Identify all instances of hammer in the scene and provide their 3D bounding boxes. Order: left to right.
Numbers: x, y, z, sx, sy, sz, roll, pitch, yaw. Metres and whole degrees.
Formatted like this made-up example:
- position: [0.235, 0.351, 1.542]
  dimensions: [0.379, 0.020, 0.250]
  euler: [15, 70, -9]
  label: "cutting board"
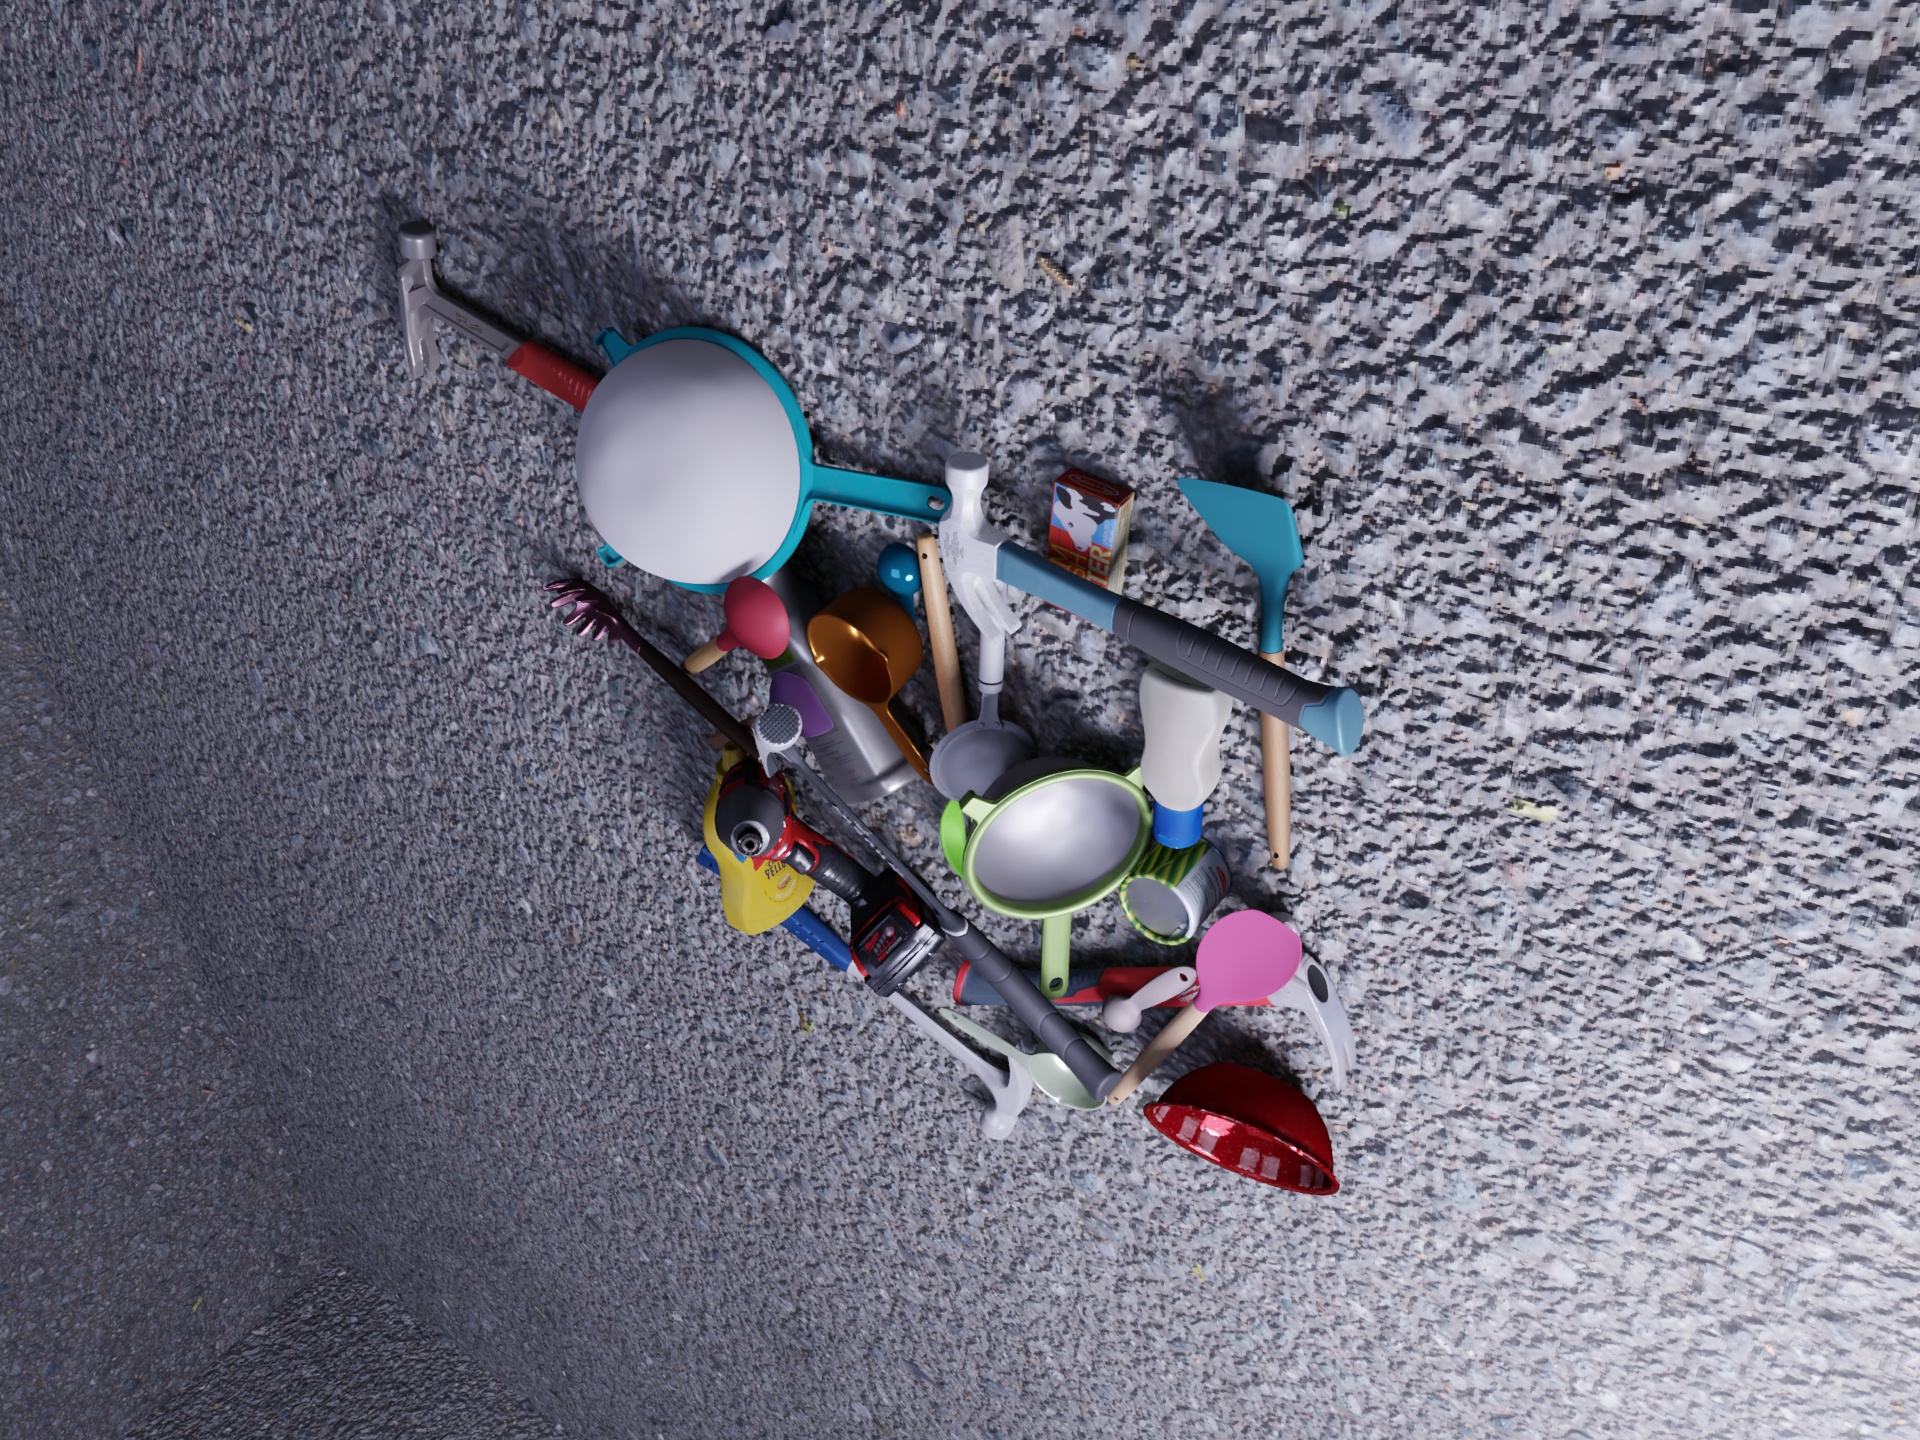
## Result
- position: [-0.353, -0.292, 1.364]
  dimensions: [0.359, 0.037, 0.149]
  euler: [32, 137, 21]
  label: "hammer"
- position: [-0.094, 0.239, 1.539]
  dimensions: [0.406, 0.035, 0.144]
  euler: [36, 139, 16]
  label: "hammer"
- position: [-0.021, 0.149, 1.267]
  dimensions: [0.409, 0.036, 0.149]
  euler: [46, 167, 0]
  label: "hammer"
- position: [0.141, 0.233, 1.315]
  dimensions: [0.386, 0.038, 0.143]
  euler: [-11, 114, 47]
  label: "hammer"
- position: [0.118, -0.065, 1.056]
  dimensions: [0.331, 0.033, 0.128]
  euler: [29, 136, 29]
  label: "hammer"

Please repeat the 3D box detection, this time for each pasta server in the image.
- position: [-0.277, -0.046, 1.442]
  dimensions: [0.316, 0.040, 0.060]
  euler: [38, 155, 32]
  label: "pasta server"

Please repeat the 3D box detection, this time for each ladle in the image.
- position: [-0.206, -0.063, 1.350]
  dimensions: [0.069, 0.031, 0.315]
  euler: [61, 157, -4]
  label: "ladle"

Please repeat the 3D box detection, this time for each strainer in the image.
- position: [-0.168, -0.180, 1.201]
  dimensions: [0.340, 0.095, 0.211]
  euler: [13, 112, 25]
  label: "strainer"
- position: [0.022, -0.020, 1.213]
  dimensions: [0.050, 0.087, 0.258]
  euler: [-108, 17, -60]
  label: "strainer"
- position: [0.068, 0.116, 1.250]
  dimensions: [0.069, 0.151, 0.256]
  euler: [-114, 17, -46]
  label: "strainer"

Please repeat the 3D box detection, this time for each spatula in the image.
- position: [-0.173, 0.001, 1.375]
  dimensions: [0.059, 0.018, 0.316]
  euler: [58, 156, -6]
  label: "spatula"
- position: [0.200, -0.022, 1.056]
  dimensions: [0.082, 0.044, 0.317]
  euler: [20, 133, 38]
  label: "spatula"

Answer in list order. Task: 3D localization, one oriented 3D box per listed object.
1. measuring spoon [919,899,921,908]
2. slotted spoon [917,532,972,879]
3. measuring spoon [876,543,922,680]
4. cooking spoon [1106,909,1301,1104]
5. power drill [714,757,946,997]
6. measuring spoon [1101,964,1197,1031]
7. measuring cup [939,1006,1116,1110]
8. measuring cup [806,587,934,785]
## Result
- position: [-0.023, 0.178, 1.444]
  dimensions: [0.117, 0.011, 0.021]
  euler: [34, 138, 19]
  label: "measuring spoon"
- position: [-0.002, -0.004, 1.271]
  dimensions: [0.070, 0.031, 0.313]
  euler: [4, 121, 24]
  label: "slotted spoon"
- position: [-0.049, -0.080, 1.258]
  dimensions: [0.042, 0.021, 0.128]
  euler: [23, 134, 29]
  label: "measuring spoon"
- position: [0.177, 0.231, 1.235]
  dimensions: [0.069, 0.017, 0.318]
  euler: [31, 140, 4]
  label: "cooking spoon"
- position: [-0.118, 0.130, 1.360]
  dimensions: [0.219, 0.143, 0.078]
  euler: [42, 99, -15]
  label: "power drill"
- position: [0.147, 0.220, 1.252]
  dimensions: [0.034, 0.018, 0.124]
  euler: [46, 141, 1]
  label: "measuring spoon"
- position: [0.061, 0.285, 1.412]
  dimensions: [0.168, 0.038, 0.083]
  euler: [27, 140, 13]
  label: "measuring cup"
- position: [-0.051, -0.029, 1.262]
  dimensions: [0.095, 0.052, 0.173]
  euler: [-1, 128, 51]
  label: "measuring cup"
